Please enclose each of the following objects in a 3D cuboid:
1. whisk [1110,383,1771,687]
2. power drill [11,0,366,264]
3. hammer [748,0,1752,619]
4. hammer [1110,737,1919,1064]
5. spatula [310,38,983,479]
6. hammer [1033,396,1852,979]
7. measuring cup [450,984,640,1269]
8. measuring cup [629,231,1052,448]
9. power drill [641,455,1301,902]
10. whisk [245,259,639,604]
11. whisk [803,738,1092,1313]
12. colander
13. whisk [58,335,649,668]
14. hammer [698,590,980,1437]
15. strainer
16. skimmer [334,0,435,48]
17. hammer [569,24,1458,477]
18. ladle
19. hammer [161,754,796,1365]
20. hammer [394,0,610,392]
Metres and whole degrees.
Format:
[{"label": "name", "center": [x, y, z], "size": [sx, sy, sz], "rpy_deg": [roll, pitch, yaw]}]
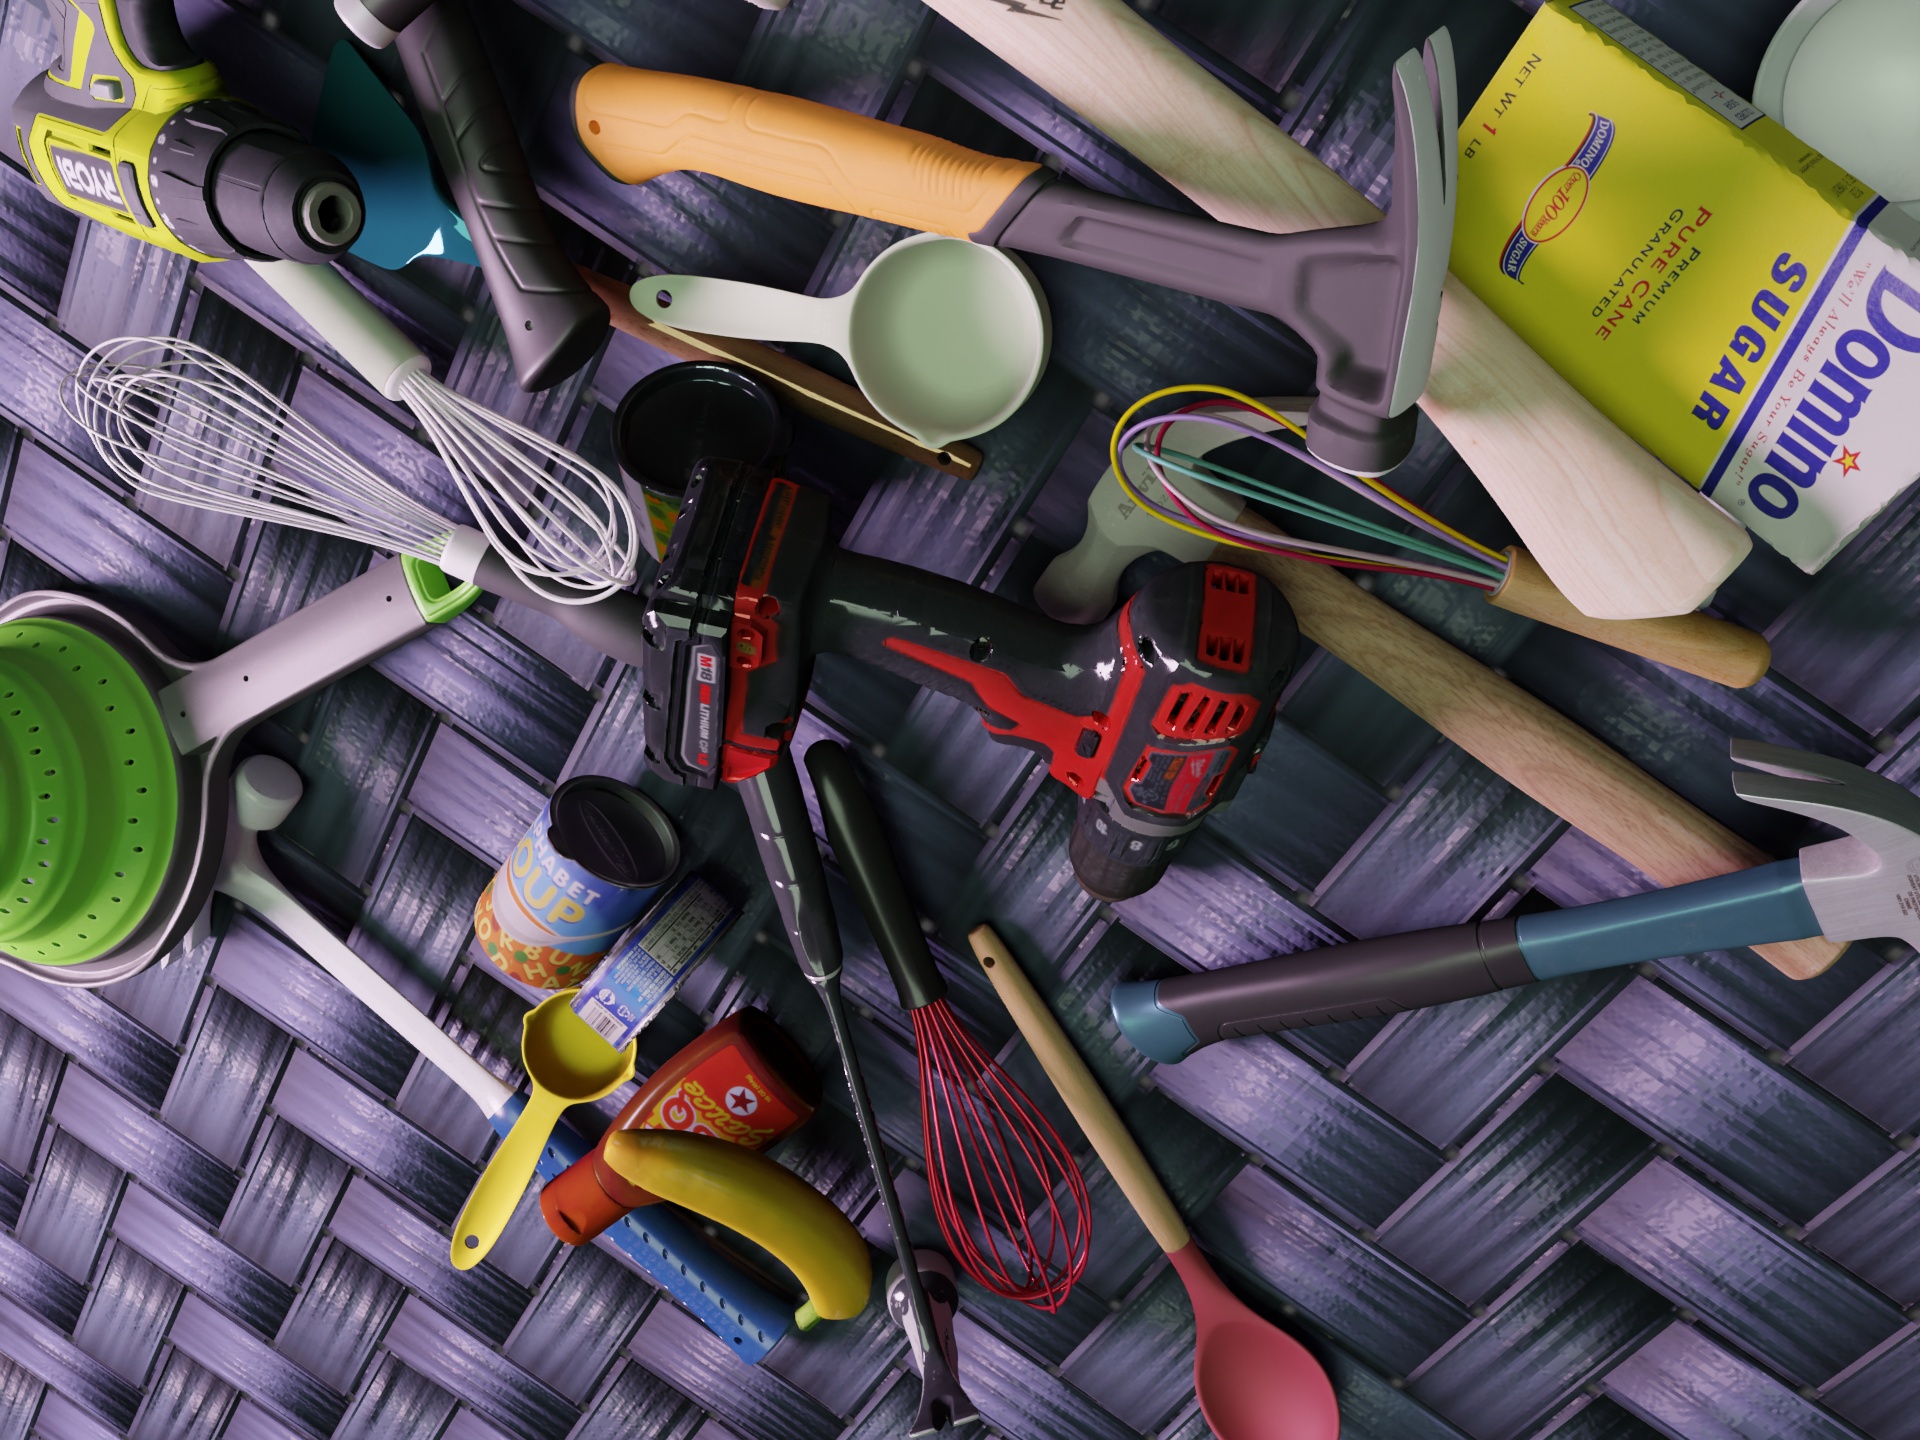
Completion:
[{"label": "whisk", "center": [0.169, -0.060, 0.550], "size": [0.245, 0.051, 0.047], "rpy_deg": [19, 94, -5]}, {"label": "power drill", "center": [-0.303, -0.280, 0.577], "size": [0.191, 0.080, 0.228], "rpy_deg": [24, 134, 33]}, {"label": "hammer", "center": [0.094, -0.190, 0.519], "size": [0.411, 0.038, 0.146], "rpy_deg": [43, 120, 7]}, {"label": "hammer", "center": [0.210, 0.093, 0.623], "size": [0.331, 0.033, 0.128], "rpy_deg": [-18, 115, 32]}, {"label": "spatula", "center": [-0.134, -0.173, 0.649], "size": [0.317, 0.044, 0.082], "rpy_deg": [25, 117, 1]}, {"label": "hammer", "center": [0.196, -0.008, 0.608], "size": [0.331, 0.031, 0.130], "rpy_deg": [34, 119, 1]}, {"label": "measuring cup", "center": [-0.213, 0.204, 0.803], "size": [0.062, 0.029, 0.156], "rpy_deg": [29, 91, -2]}, {"label": "measuring cup", "center": [-0.045, -0.155, 0.615], "size": [0.167, 0.038, 0.083], "rpy_deg": [11, 111, 14]}, {"label": "power drill", "center": [-0.001, -0.002, 0.610], "size": [0.226, 0.080, 0.187], "rpy_deg": [12, 145, -2]}, {"label": "whisk", "center": [-0.228, -0.140, 0.674], "size": [0.246, 0.059, 0.058], "rpy_deg": [43, 103, 6]}, {"label": "whisk", "center": [-0.009, 0.144, 0.730], "size": [0.073, 0.073, 0.295], "rpy_deg": [-17, 102, 24]}, {"label": "colander", "center": [-0.400, 0.005, 0.749], "size": [0.397, 0.094, 0.204], "rpy_deg": [-25, 84, 19]}, {"label": "whisk", "center": [-0.243, -0.086, 0.687], "size": [0.284, 0.070, 0.070], "rpy_deg": [25, 119, -10]}, {"label": "hammer", "center": [-0.059, 0.124, 0.710], "size": [0.036, 0.149, 0.409], "rpy_deg": [-16, 102, -4]}, {"label": "strainer", "center": [0.278, -0.137, 0.519], "size": [0.087, 0.050, 0.258], "rpy_deg": [20, 123, 14]}, {"label": "skimmer", "center": [-0.087, -0.354, 0.484], "size": [0.363, 0.090, 0.127], "rpy_deg": [-36, 65, 17]}, {"label": "hammer", "center": [-0.003, -0.183, 0.527], "size": [0.337, 0.034, 0.127], "rpy_deg": [23, 138, 27]}, {"label": "ladle", "center": [0.088, 0.227, 0.752], "size": [0.069, 0.031, 0.315], "rpy_deg": [-27, 101, 24]}, {"label": "hammer", "center": [-0.254, 0.199, 0.845], "size": [0.405, 0.035, 0.144], "rpy_deg": [43, 118, -4]}, {"label": "hammer", "center": [-0.212, -0.286, 0.591], "size": [0.146, 0.035, 0.334], "rpy_deg": [-16, 99, 23]}]
